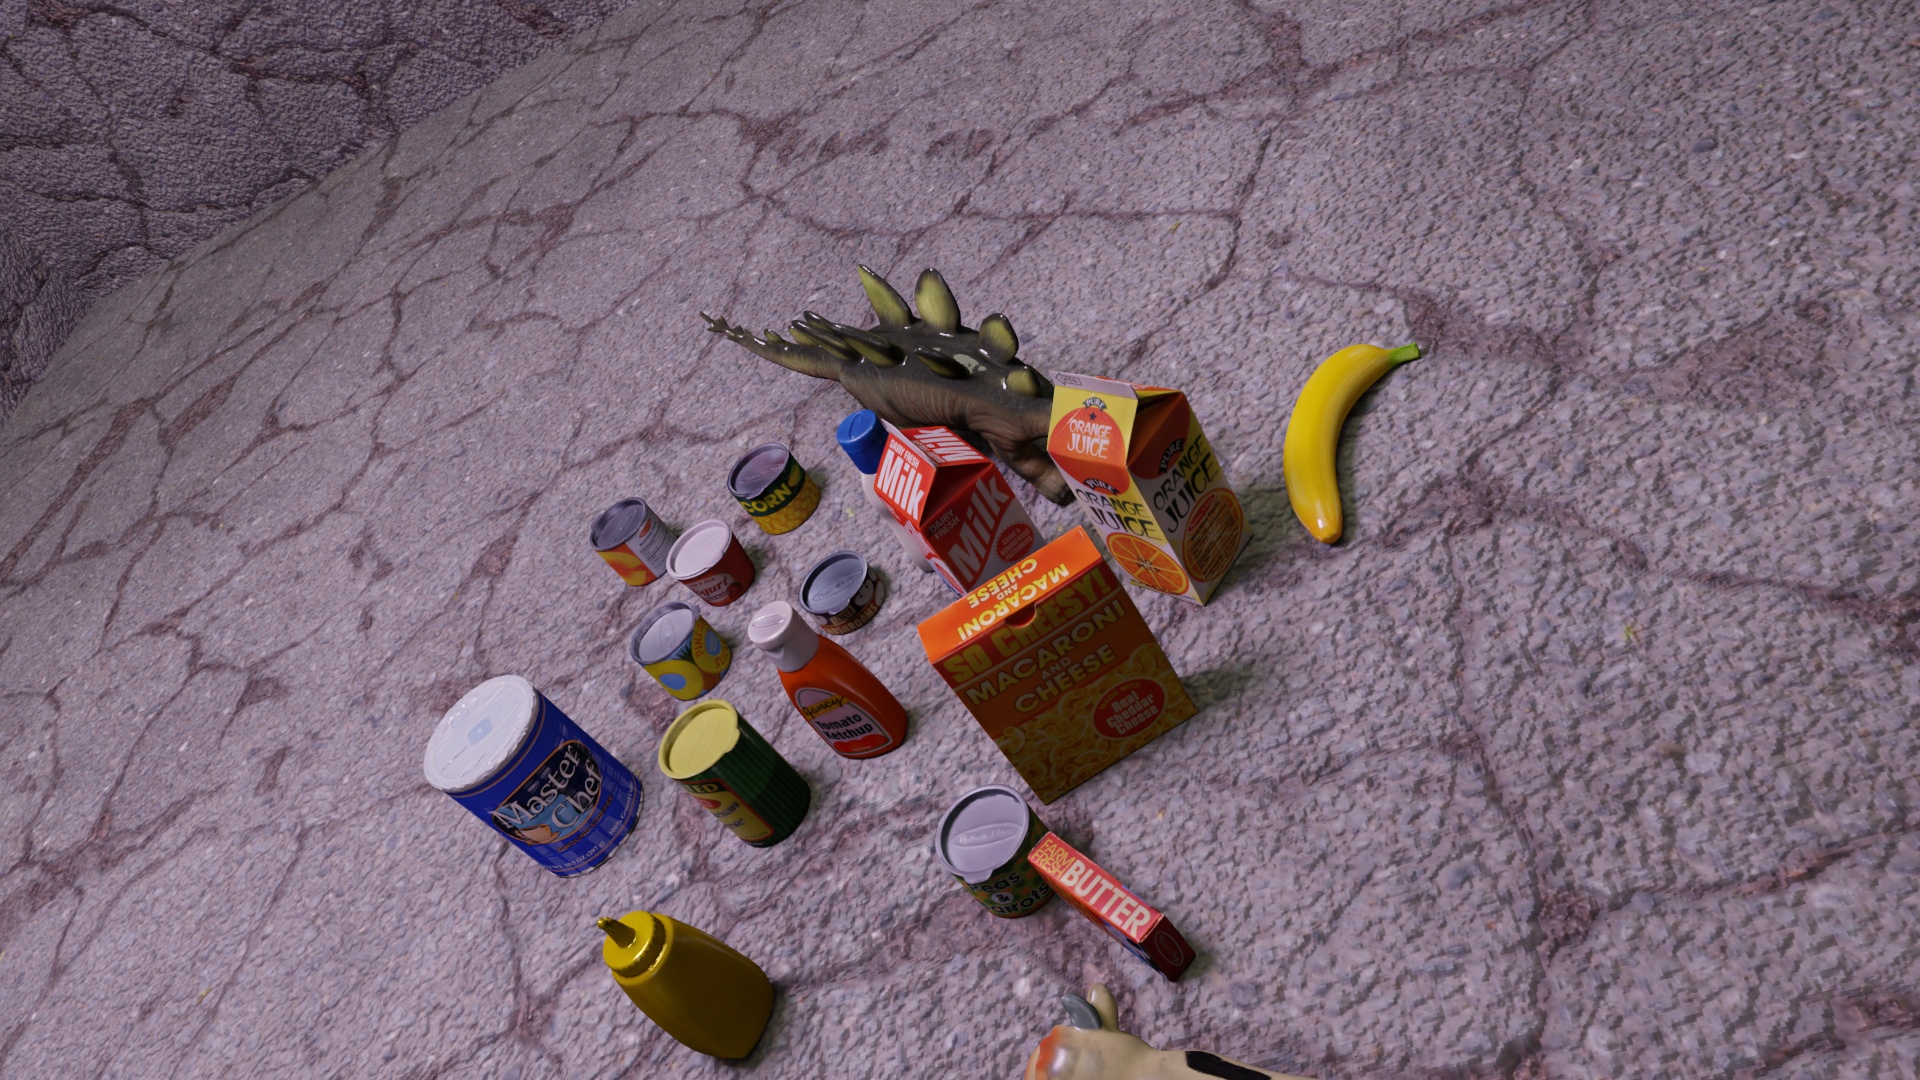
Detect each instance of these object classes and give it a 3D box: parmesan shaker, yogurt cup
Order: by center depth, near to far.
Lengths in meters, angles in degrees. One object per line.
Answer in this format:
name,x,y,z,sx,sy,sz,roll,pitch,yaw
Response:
parmesan shaker,-0.162,0.172,1.015,0.071,0.102,0.072,-20,42,19
yogurt cup,-0.222,0.022,1.248,0.072,0.053,0.073,-20,42,19

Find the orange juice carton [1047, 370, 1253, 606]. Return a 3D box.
orange juice carton,0.126,-0.046,0.960,0.072,0.192,0.073,17,62,45

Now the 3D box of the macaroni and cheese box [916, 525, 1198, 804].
macaroni and cheese box,0.066,0.084,0.892,0.123,0.166,0.040,-32,39,4

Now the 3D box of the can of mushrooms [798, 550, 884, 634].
can of mushrooms,-0.098,0.045,1.153,0.071,0.033,0.071,-20,42,19

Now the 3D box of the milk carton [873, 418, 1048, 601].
milk carton,0.004,-0.013,1.015,0.073,0.190,0.072,-42,39,-7

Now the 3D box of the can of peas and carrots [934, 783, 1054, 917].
can of peas and carrots,0.026,0.201,0.888,0.071,0.058,0.071,-20,42,19

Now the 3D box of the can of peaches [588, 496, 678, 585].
can of peaches,-0.313,0.001,1.331,0.071,0.058,0.071,-20,42,19

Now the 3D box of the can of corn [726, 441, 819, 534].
can of corn,-0.171,-0.046,1.278,0.071,0.058,0.071,-20,42,19

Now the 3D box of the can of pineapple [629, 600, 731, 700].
can of pineapple,-0.236,0.094,1.184,0.071,0.057,0.071,-20,42,19

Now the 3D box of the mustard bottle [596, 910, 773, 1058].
mustard bottle,-0.181,0.273,0.882,0.049,0.159,0.065,-1,50,35

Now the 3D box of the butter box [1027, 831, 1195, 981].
butter box,0.089,0.218,0.831,0.024,0.053,0.103,-47,40,-14

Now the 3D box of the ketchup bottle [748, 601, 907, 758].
ketchup bottle,-0.099,0.101,1.006,0.064,0.148,0.044,-15,44,24

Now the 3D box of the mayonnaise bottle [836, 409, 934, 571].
mayonnaise bottle,-0.047,-0.042,1.114,0.041,0.147,0.065,-12,45,26
